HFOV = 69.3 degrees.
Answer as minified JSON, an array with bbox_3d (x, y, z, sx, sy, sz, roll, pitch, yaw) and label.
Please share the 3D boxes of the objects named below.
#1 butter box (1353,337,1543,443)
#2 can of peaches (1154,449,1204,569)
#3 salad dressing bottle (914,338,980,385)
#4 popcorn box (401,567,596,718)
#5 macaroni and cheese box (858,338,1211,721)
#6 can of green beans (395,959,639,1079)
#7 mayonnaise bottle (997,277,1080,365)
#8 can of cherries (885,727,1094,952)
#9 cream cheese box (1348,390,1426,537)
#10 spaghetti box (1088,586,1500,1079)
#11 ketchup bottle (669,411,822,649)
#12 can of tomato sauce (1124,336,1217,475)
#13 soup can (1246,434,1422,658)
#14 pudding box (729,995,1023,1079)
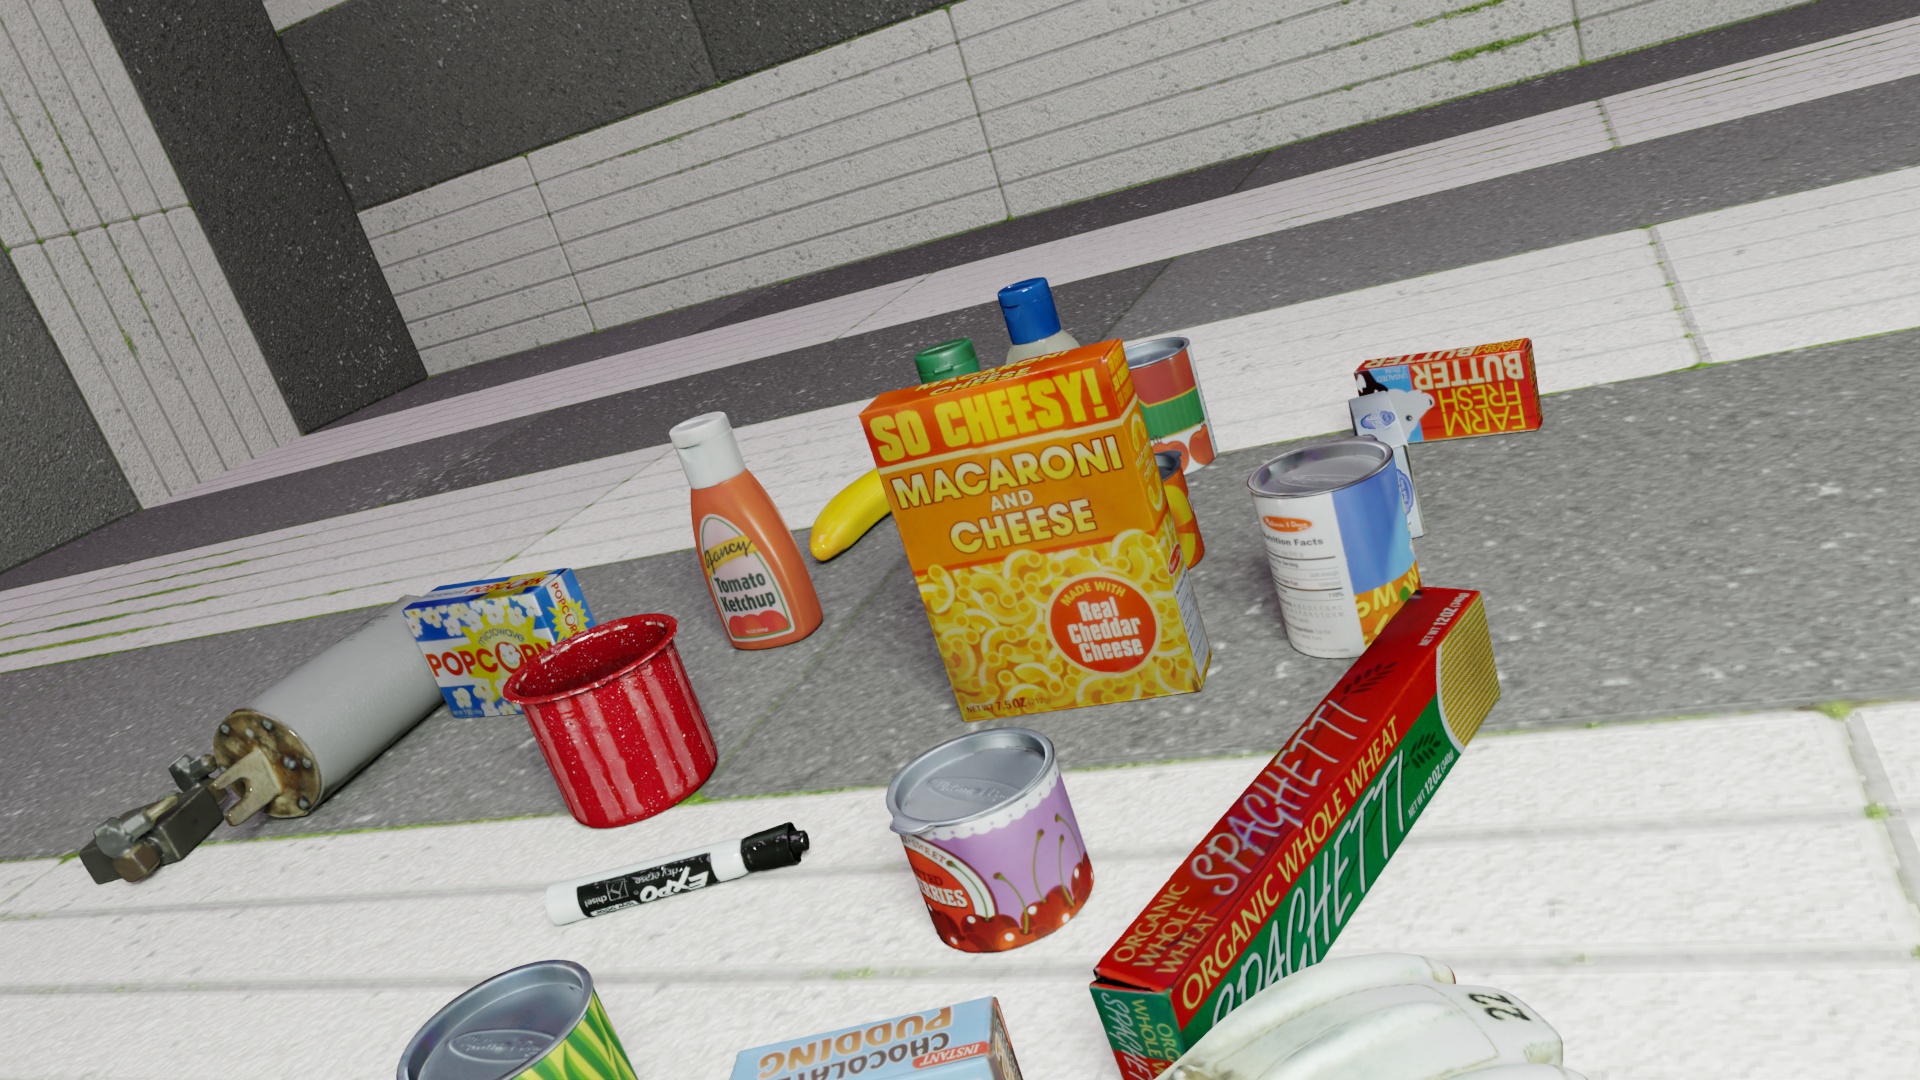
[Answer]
[{"bbox_3d":[0.297,-0.089,0.846,0.103,0.053,0.024,-5,22,36],"label":"butter box"},{"bbox_3d":[0.104,-0.013,0.801,0.071,0.058,0.071,-16,18,6],"label":"can of peaches"},{"bbox_3d":[0.011,-0.050,0.854,0.064,0.147,0.044,-14,18,12],"label":"salad dressing bottle"},{"bbox_3d":[-0.293,0.068,0.903,0.126,0.085,0.038,-7,21,30],"label":"popcorn box"},{"bbox_3d":[0.037,-0.001,0.659,0.123,0.166,0.040,-11,19,22],"label":"macaroni and cheese box"},{"bbox_3d":[-0.144,0.185,0.465,0.071,0.057,0.071,-16,18,6],"label":"can of green beans"},{"bbox_3d":[0.063,-0.109,0.976,0.064,0.147,0.041,0,25,45],"label":"mayonnaise bottle"},{"bbox_3d":[0.010,0.113,0.524,0.071,0.058,0.072,-16,18,6],"label":"can of cherries"},{"bbox_3d":[0.235,-0.042,0.769,0.024,0.053,0.104,-13,19,15],"label":"cream cheese box"},{"bbox_3d":[0.128,0.094,0.481,0.028,0.050,0.251,-1,24,42],"label":"spaghetti box"},{"bbox_3d":[-0.138,-0.006,0.868,0.064,0.148,0.044,-9,20,26],"label":"ketchup bottle"},{"bbox_3d":[0.134,-0.090,0.957,0.071,0.083,0.071,-17,18,6],"label":"can of tomato sauce"},{"bbox_3d":[0.178,0.002,0.646,0.071,0.083,0.071,-17,18,6],"label":"soup can"},{"bbox_3d":[-0.023,0.169,0.407,0.084,0.049,0.030,-16,18,8],"label":"pudding box"}]
